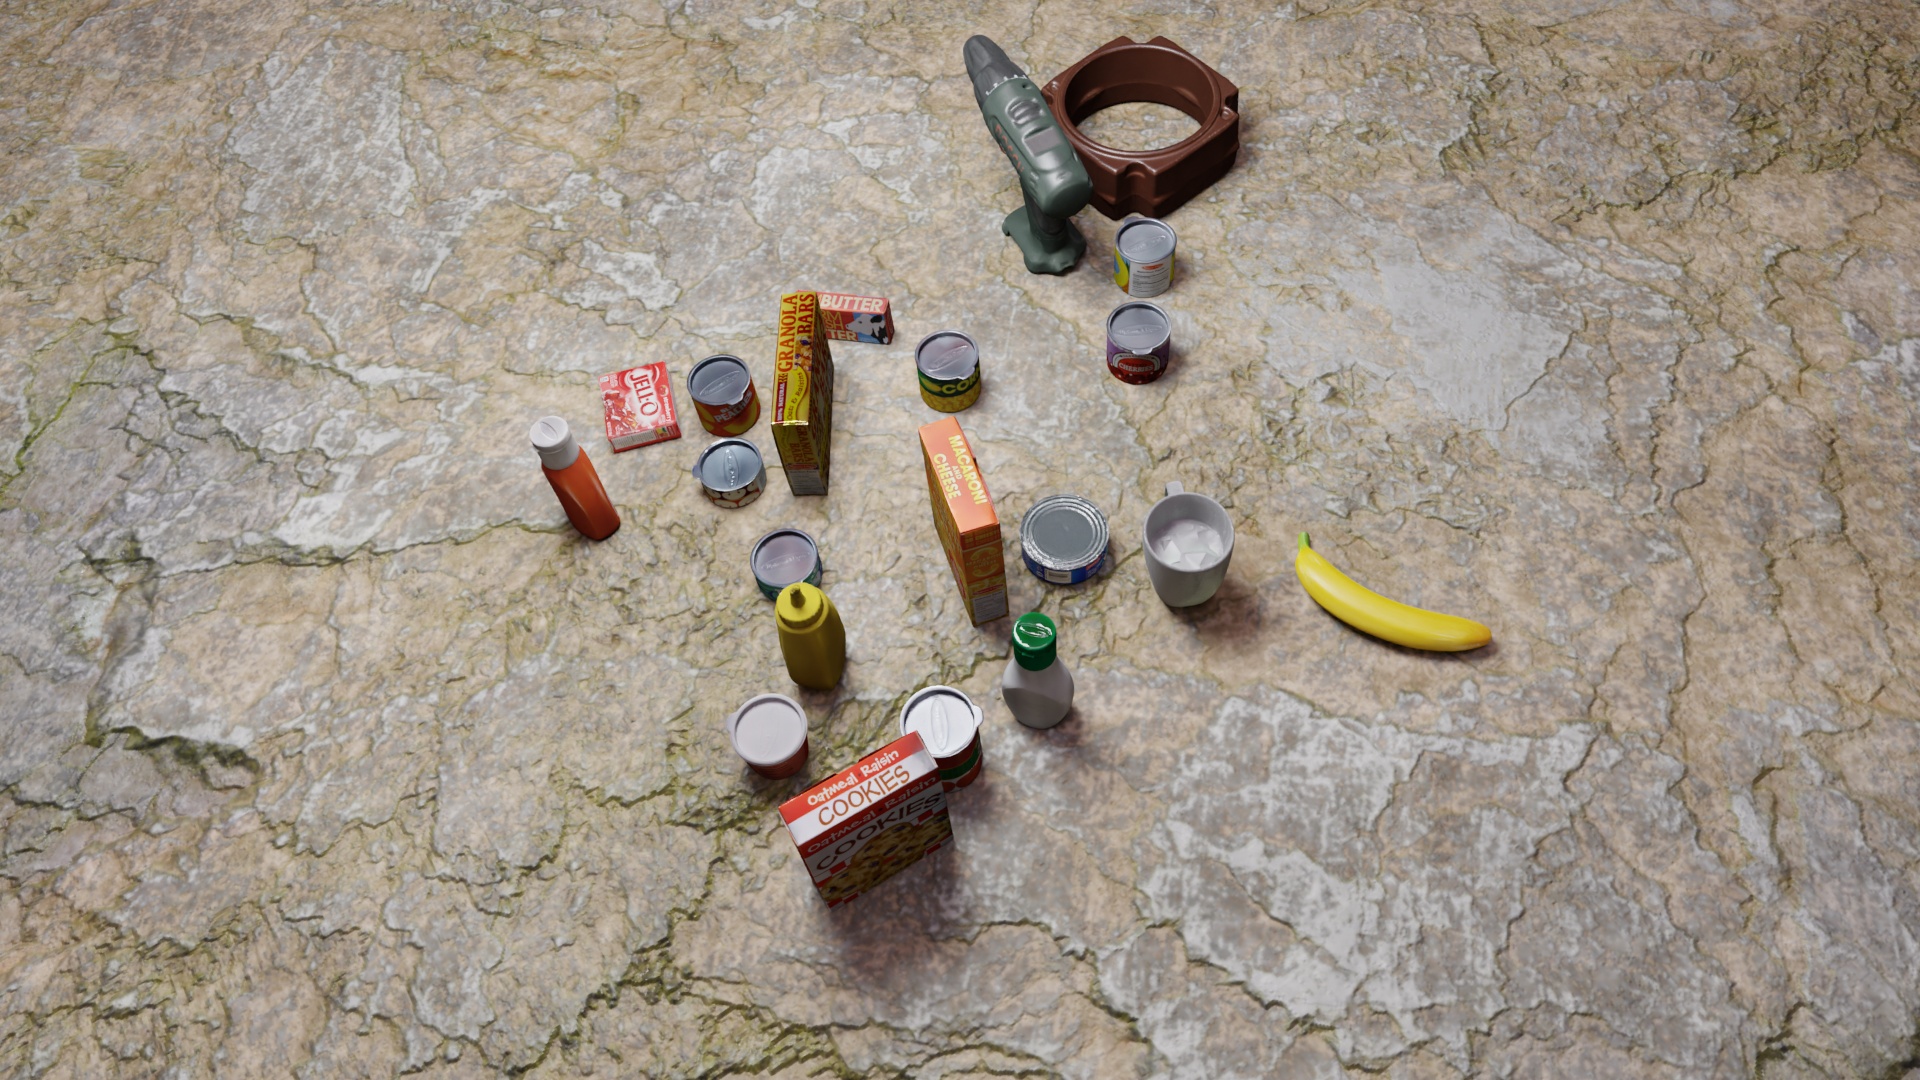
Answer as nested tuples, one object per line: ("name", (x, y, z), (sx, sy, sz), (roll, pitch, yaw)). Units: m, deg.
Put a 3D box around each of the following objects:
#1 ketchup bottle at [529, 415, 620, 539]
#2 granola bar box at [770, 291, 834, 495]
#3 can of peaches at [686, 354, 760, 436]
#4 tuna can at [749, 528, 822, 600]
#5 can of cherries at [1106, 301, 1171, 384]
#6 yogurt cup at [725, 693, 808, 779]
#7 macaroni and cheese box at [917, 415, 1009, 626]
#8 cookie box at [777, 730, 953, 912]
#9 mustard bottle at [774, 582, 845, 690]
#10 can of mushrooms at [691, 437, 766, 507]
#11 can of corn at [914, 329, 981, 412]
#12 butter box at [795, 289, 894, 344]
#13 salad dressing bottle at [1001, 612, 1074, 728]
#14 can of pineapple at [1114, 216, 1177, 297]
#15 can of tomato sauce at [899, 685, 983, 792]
("ketchup bottle", (-0.375, -0.062, 1.341), (0.044, 0.148, 0.065), (-41, 64, -19))
("granola bar box", (-0.157, -0.146, 1.392), (0.039, 0.123, 0.166), (-3, 58, 3))
("can of peaches", (-0.243, -0.148, 1.439), (0.071, 0.057, 0.071), (-2, 58, 3))
("tuna can", (-0.167, 0.026, 1.338), (0.071, 0.032, 0.071), (-2, 58, 3))
("can of cherries", (0.184, -0.202, 1.440), (0.071, 0.058, 0.072), (-2, 58, 3))
("yogurt cup", (-0.166, 0.177, 1.230), (0.072, 0.053, 0.073), (-2, 58, 3))
("macaroni and cheese box", (0.005, -0.016, 1.273), (0.040, 0.165, 0.124), (-18, 58, -6))
("cookie box", (-0.073, 0.229, 1.124), (0.123, 0.166, 0.040), (-28, 60, -13))
("mustard bottle", (-0.135, 0.076, 1.229), (0.049, 0.159, 0.065), (6, 59, 8))
("can of mushrooms", (-0.233, -0.068, 1.402), (0.071, 0.033, 0.071), (-2, 58, 3))
("can of corn", (-0.011, -0.173, 1.437), (0.071, 0.058, 0.071), (-2, 58, 3))
("butter box", (-0.126, -0.240, 1.491), (0.103, 0.053, 0.024), (7, 59, 9))
("salad dressing bottle", (0.066, 0.113, 1.198), (0.064, 0.147, 0.044), (13, 60, 13))
("can of pineapple", (0.200, -0.307, 1.505), (0.071, 0.057, 0.071), (-2, 58, 3))
("can of tomato sauce", (-0.014, 0.173, 1.204), (0.071, 0.082, 0.071), (-2, 58, 3))
